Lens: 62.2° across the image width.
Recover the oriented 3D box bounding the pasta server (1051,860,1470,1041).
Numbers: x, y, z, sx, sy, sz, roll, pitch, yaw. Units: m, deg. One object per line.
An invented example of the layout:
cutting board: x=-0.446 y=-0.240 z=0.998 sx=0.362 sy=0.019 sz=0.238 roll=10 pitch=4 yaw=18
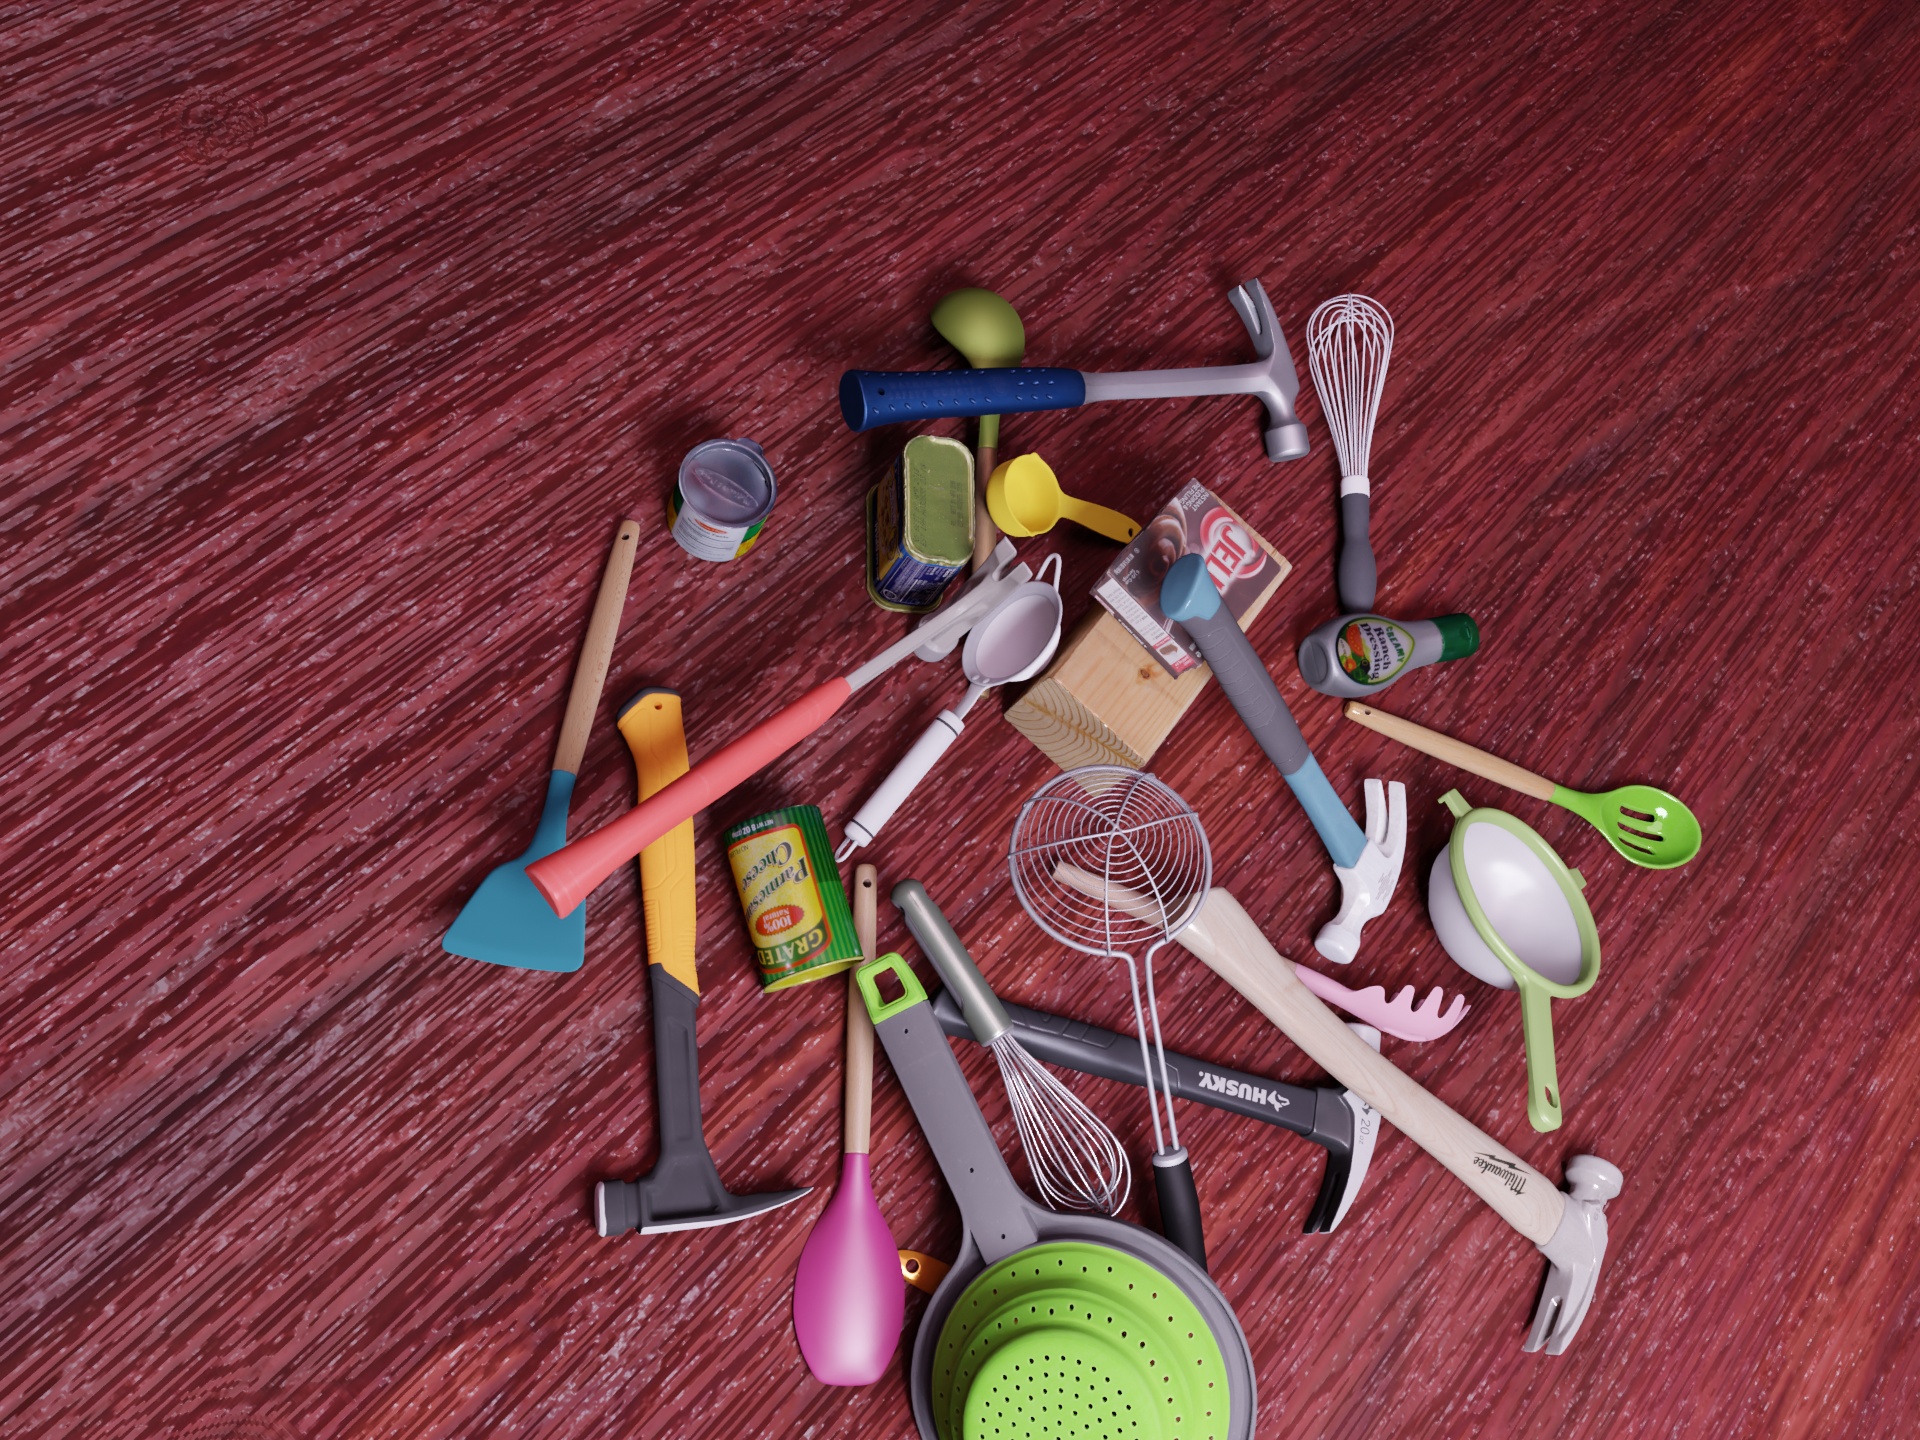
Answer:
pasta server: x=0.211 y=0.160 z=1.121 sx=0.316 sy=0.060 sz=0.040 roll=24 pitch=73 yaw=-6

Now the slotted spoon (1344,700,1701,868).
slotted spoon: x=0.442 y=0.045 z=1.253 sx=0.313 sy=0.031 sz=0.070 roll=21 pitch=66 yaw=-10

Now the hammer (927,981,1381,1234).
hammer: x=0.129 y=0.238 z=1.066 sx=0.334 sy=0.035 sz=0.146 roll=18 pitch=66 yaw=-13

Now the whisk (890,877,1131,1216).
whisk: x=0.027 y=0.205 z=0.999 sx=0.059 sy=0.057 sz=0.246 roll=-31 pitch=81 yaw=-14

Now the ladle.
ladle: x=0.011 y=-0.170 z=1.169 sx=0.078 sy=0.062 sz=0.320 roll=12 pitch=74 yaw=-38

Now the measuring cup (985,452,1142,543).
measuring cup: x=0.078 y=-0.152 z=1.175 sx=0.156 sy=0.029 sz=0.062 roll=13 pitch=76 yaw=-44

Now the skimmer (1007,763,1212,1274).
skimmer: x=0.117 y=0.211 z=1.018 sx=0.127 sy=0.090 sz=0.363 roll=-12 pitch=103 yaw=-8

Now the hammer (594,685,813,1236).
hammer: x=-0.172 y=0.140 z=0.991 sx=0.127 sy=0.034 sz=0.337 roll=-1 pitch=72 yaw=-20

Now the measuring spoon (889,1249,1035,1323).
measuring spoon: x=0.008 y=0.358 z=0.992 sx=0.117 sy=0.011 sz=0.021 roll=28 pitch=64 yaw=-8

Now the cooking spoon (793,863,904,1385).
cooking spoon: x=-0.065 y=0.246 z=1.001 sx=0.068 sy=0.017 sz=0.319 roll=5 pitch=69 yaw=-13

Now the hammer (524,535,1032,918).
hammer: x=-0.109 y=0.004 z=0.988 sx=0.359 sy=0.149 sz=0.037 roll=-36 pitch=88 yaw=-29

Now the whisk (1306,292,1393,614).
whisk: x=0.319 y=-0.217 z=1.286 sx=0.070 sy=0.070 sz=0.285 roll=7 pitch=74 yaw=-18

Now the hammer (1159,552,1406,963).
hammer: x=0.223 y=0.019 z=1.090 sx=0.128 sy=0.033 sz=0.330 roll=-54 pitch=125 yaw=-24

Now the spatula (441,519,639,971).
spatula: x=-0.244 y=0.007 z=1.007 sx=0.082 sy=0.044 sz=0.318 roll=10 pitch=67 yaw=-3

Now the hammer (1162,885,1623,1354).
hammer: x=0.289 y=0.260 z=1.078 sx=0.410 sy=0.038 sz=0.146 roll=40 pitch=59 yaw=-12

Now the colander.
colander: x=0.027 y=0.320 z=0.917 sx=0.204 sy=0.094 sz=0.397 roll=-28 pitch=79 yaw=9

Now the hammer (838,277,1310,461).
hammer: x=0.095 y=-0.253 z=1.179 sx=0.405 sy=0.035 sz=0.144 roll=-10 pitch=88 yaw=-32

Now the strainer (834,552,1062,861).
strainer: x=-0.002 y=-0.003 z=1.082 sx=0.258 sy=0.087 sz=0.050 roll=-50 pitch=125 yaw=-12

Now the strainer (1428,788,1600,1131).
strainer: x=0.387 y=0.183 z=1.136 sx=0.151 sy=0.069 sz=0.257 roll=30 pitch=45 yaw=-20
